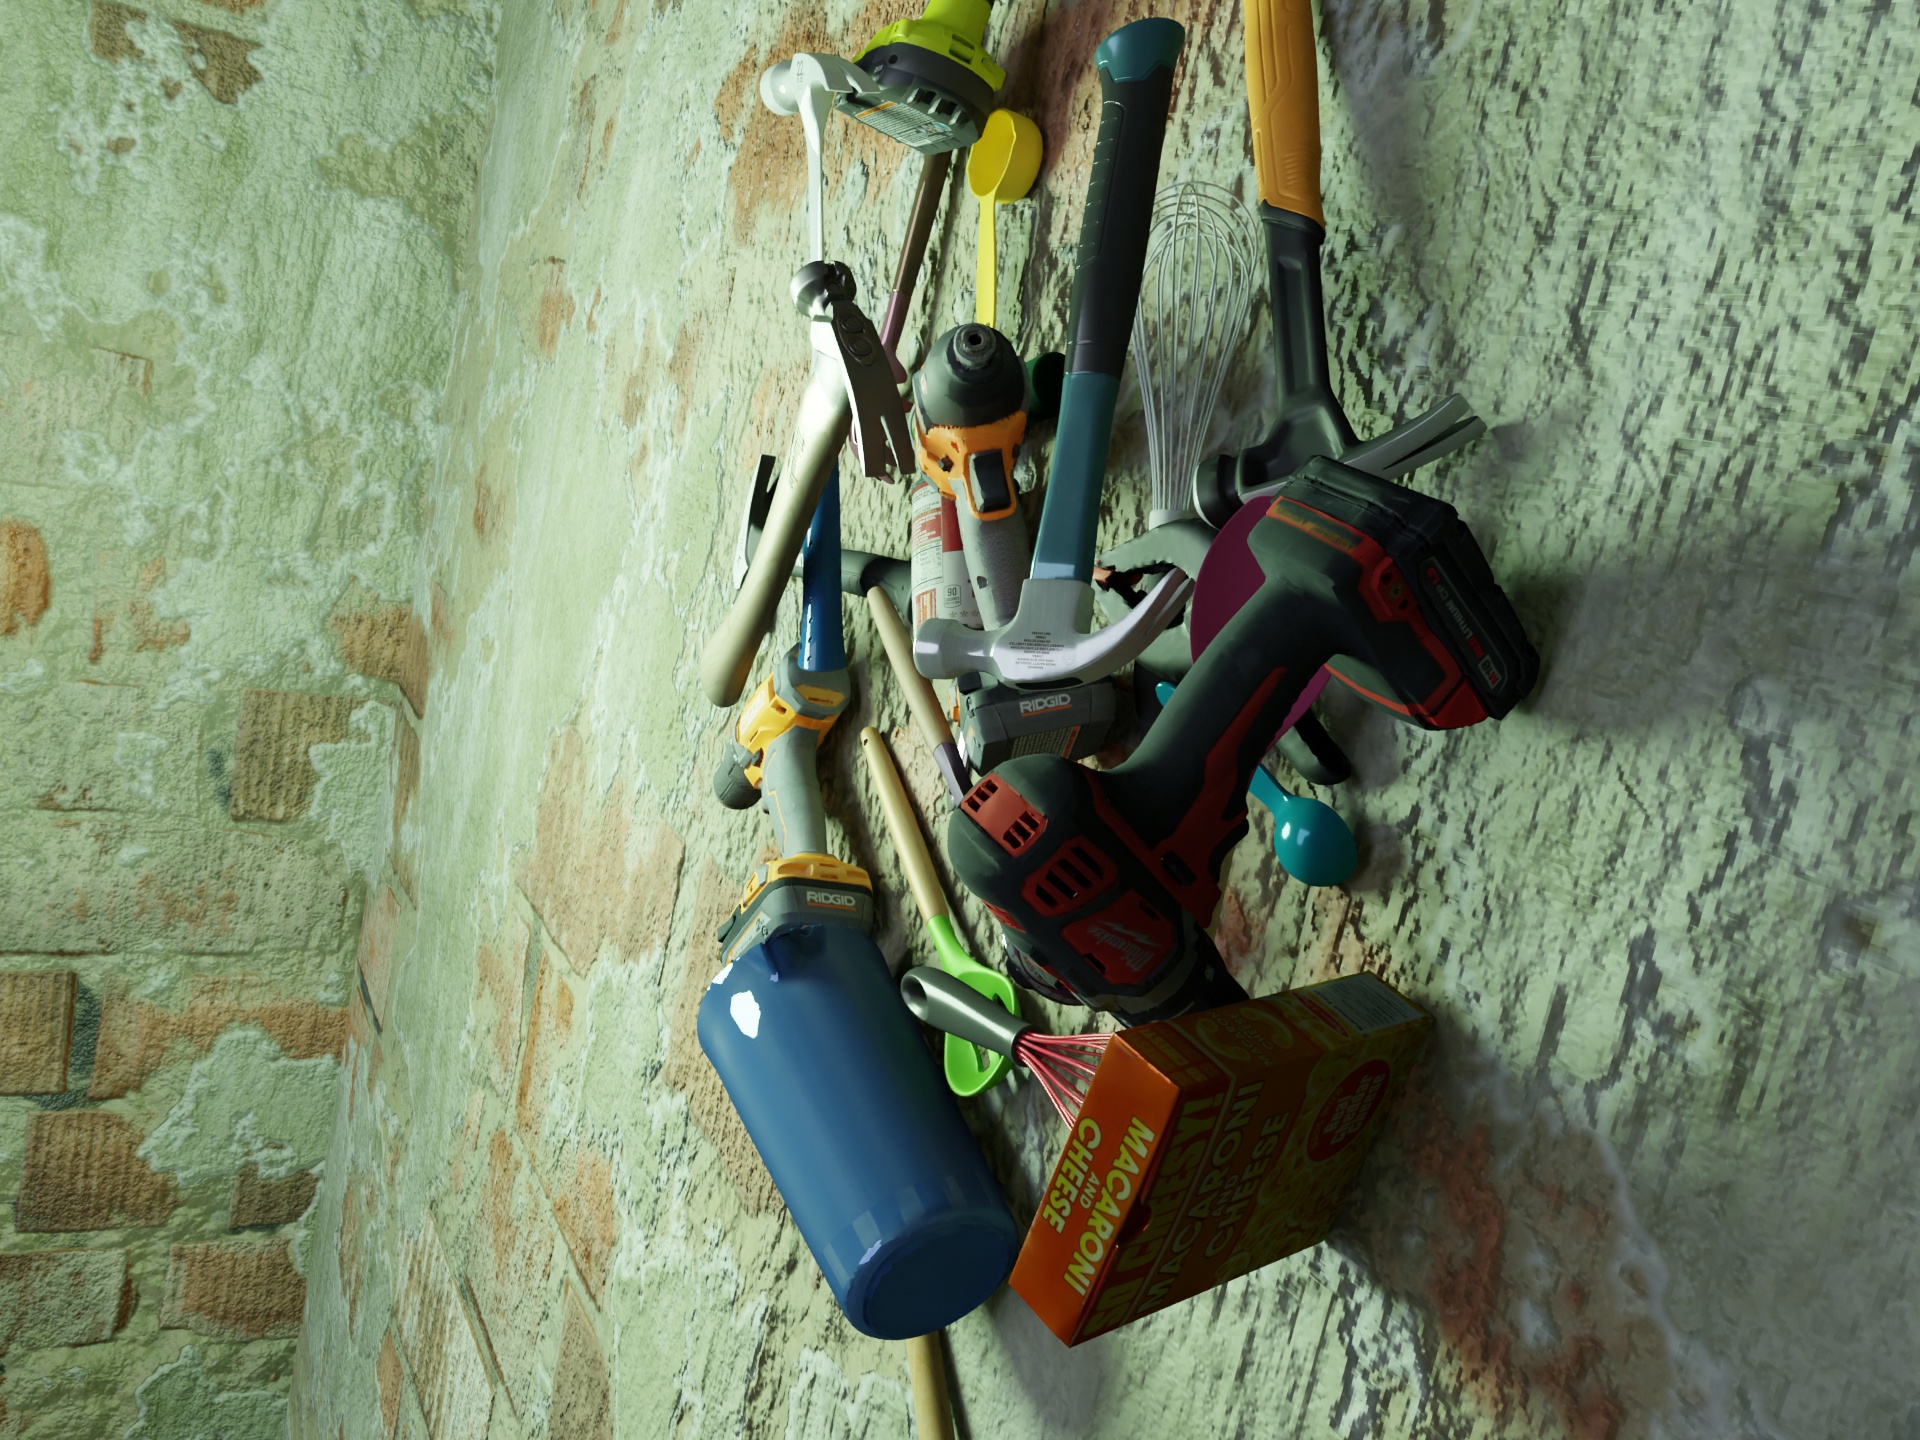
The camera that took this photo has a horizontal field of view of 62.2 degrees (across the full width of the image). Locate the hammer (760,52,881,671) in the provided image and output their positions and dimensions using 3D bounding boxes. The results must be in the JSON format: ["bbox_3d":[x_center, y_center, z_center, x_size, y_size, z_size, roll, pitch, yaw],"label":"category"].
[{"bbox_3d":[-0.094,-0.232,1.068,0.144,0.035,0.405,-150,57,-62],"label":"hammer"}]

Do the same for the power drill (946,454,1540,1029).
[{"bbox_3d":[0.121,0.029,0.634,0.227,0.187,0.080,-46,37,-4],"label":"power drill"}]

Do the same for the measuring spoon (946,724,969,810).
[{"bbox_3d":[-0.002,-0.003,1.017,0.034,0.018,0.124,15,98,60],"label":"measuring spoon"}]

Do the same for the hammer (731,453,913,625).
[{"bbox_3d":[-0.094,-0.120,1.187,0.335,0.035,0.146,20,102,60],"label":"hammer"}]

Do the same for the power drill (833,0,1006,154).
[{"bbox_3d":[-0.002,-0.498,1.041,0.191,0.080,0.228,31,101,64],"label":"power drill"}]

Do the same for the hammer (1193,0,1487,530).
[{"bbox_3d":[0.161,-0.257,0.747,0.127,0.034,0.337,-16,64,35],"label":"hammer"}]

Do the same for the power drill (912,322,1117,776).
[{"bbox_3d":[0.021,-0.096,0.854,0.164,0.084,0.227,94,165,-77],"label":"power drill"}]

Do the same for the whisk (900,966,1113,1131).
[{"bbox_3d":[0.047,0.176,0.833,0.296,0.073,0.073,13,95,58],"label":"whisk"}]

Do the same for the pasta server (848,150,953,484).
[{"bbox_3d":[-0.028,-0.326,1.125,0.060,0.040,0.316,28,104,59],"label":"pasta server"}]

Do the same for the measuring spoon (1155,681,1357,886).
[{"bbox_3d":[0.128,0.029,0.730,0.129,0.021,0.042,47,145,25],"label":"measuring spoon"}]

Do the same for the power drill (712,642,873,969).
[{"bbox_3d":[-0.136,0.081,1.177,0.185,0.084,0.226,-47,41,47],"label":"power drill"}]

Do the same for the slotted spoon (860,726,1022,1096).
[{"bbox_3d":[-0.019,0.109,1.018,0.070,0.031,0.314,-51,39,24],"label":"slotted spoon"}]

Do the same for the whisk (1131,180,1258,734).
[{"bbox_3d":[0.109,-0.132,0.816,0.070,0.070,0.284,10,98,60],"label":"whisk"}]

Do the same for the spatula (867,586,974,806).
[{"bbox_3d":[-0.014,0.006,0.914,0.059,0.018,0.316,63,-179,-38],"label":"spatula"}]

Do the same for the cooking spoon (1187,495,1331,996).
[{"bbox_3d":[0.111,0.059,0.701,0.017,0.069,0.319,-22,-55,-85],"label":"cooking spoon"}]

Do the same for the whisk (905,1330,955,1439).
[{"bbox_3d":[-0.005,0.465,0.910,0.051,0.047,0.245,-42,44,34],"label":"whisk"}]

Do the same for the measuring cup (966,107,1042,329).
[{"bbox_3d":[0.029,-0.313,1.021,0.062,0.029,0.156,-3,84,60],"label":"measuring cup"}]

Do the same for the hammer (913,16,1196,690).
[{"bbox_3d":[0.064,-0.177,0.762,0.128,0.033,0.331,6,83,25],"label":"hammer"}]

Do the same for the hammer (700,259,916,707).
[{"bbox_3d":[-0.119,-0.111,1.067,0.410,0.038,0.146,123,133,-56],"label":"hammer"}]
